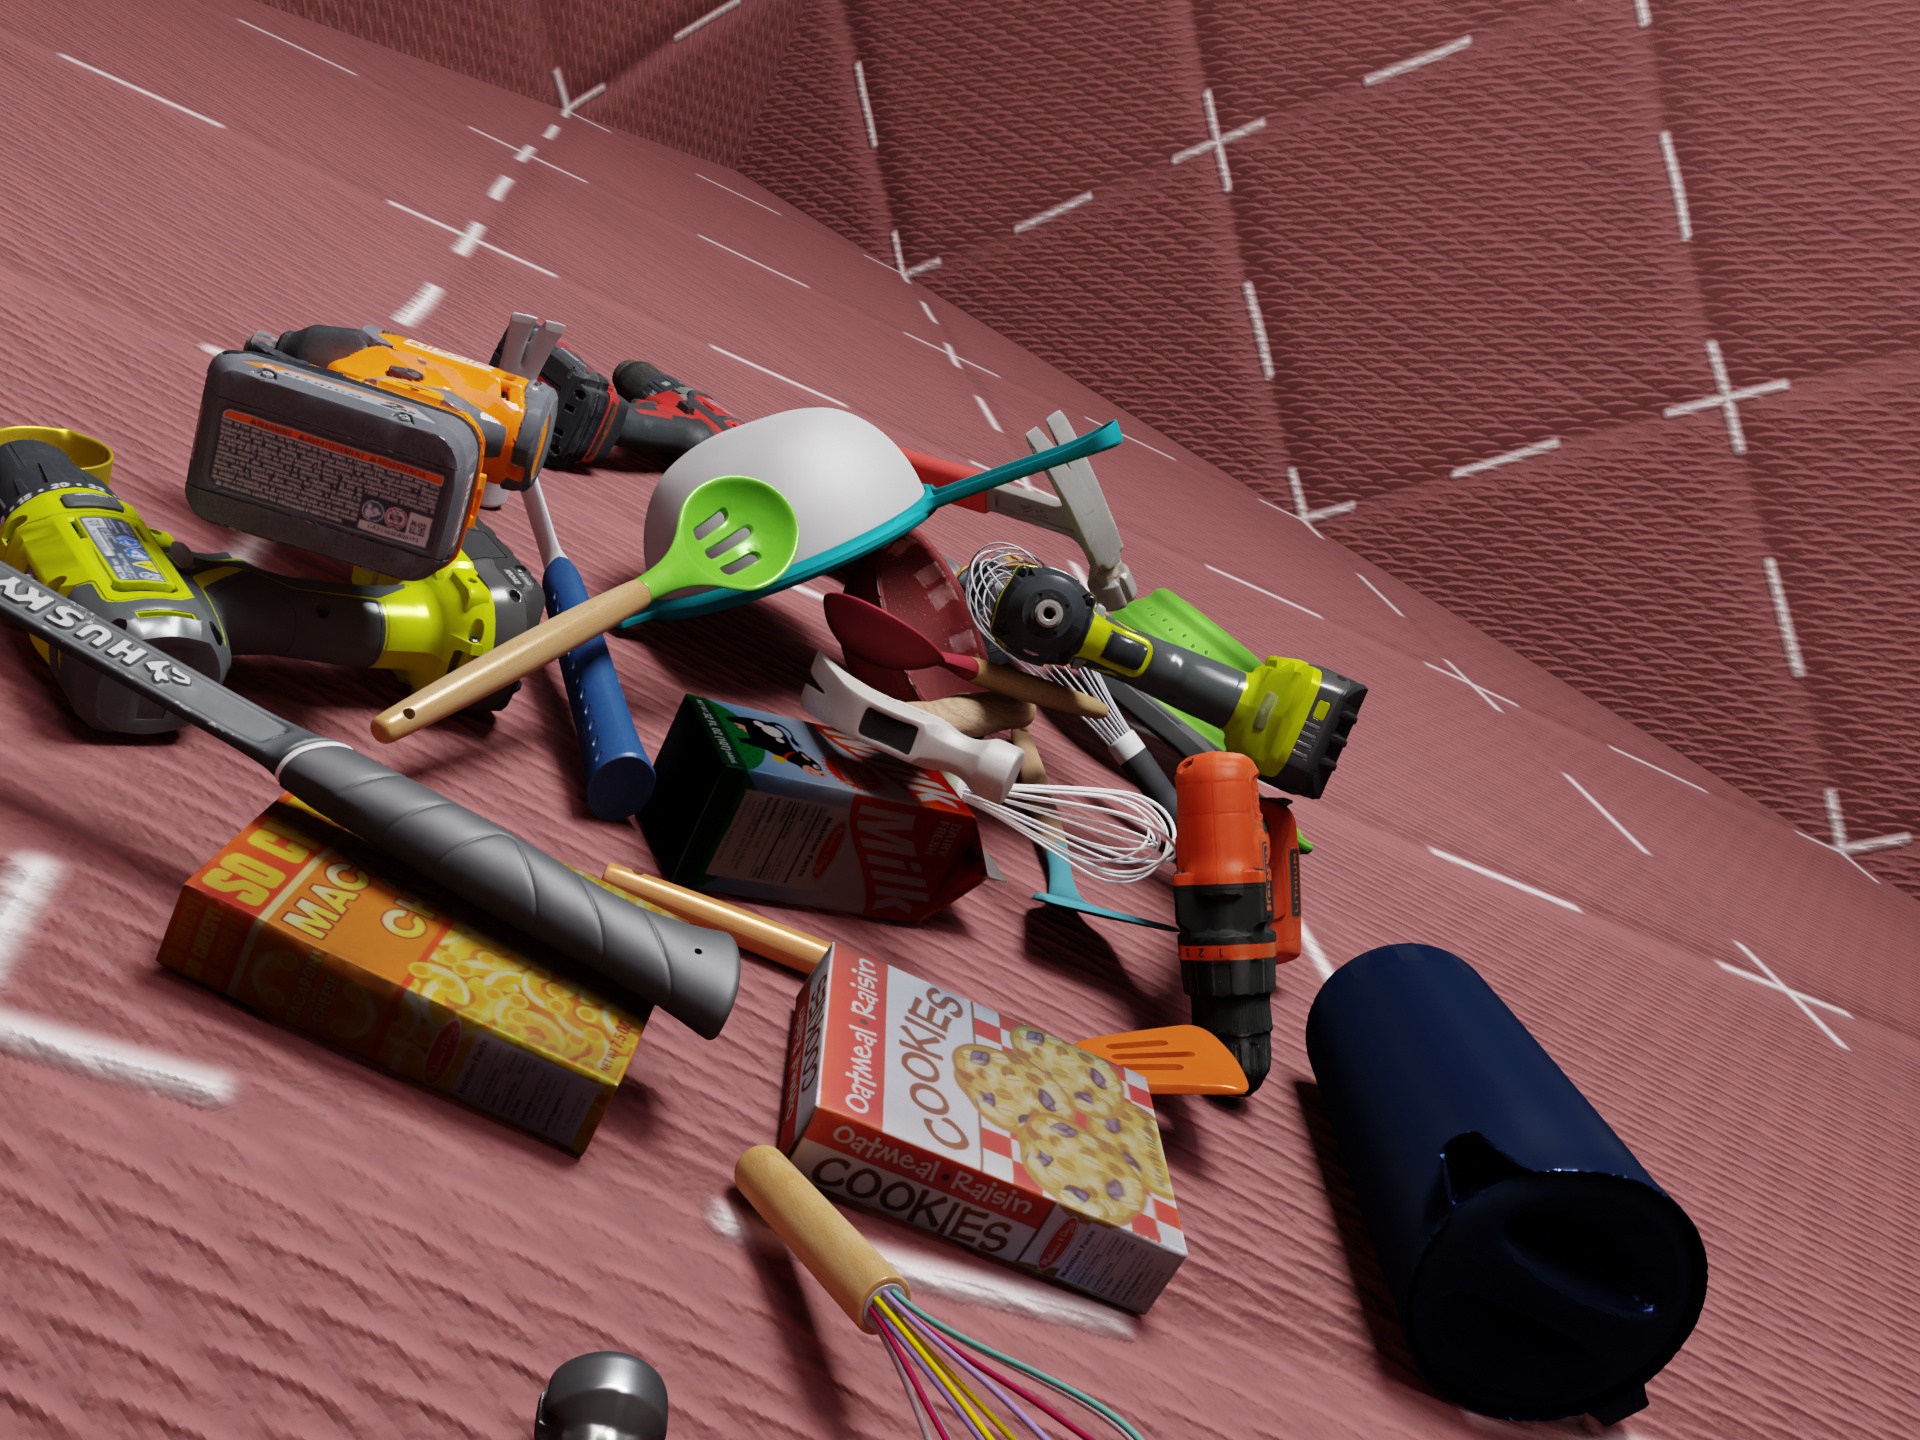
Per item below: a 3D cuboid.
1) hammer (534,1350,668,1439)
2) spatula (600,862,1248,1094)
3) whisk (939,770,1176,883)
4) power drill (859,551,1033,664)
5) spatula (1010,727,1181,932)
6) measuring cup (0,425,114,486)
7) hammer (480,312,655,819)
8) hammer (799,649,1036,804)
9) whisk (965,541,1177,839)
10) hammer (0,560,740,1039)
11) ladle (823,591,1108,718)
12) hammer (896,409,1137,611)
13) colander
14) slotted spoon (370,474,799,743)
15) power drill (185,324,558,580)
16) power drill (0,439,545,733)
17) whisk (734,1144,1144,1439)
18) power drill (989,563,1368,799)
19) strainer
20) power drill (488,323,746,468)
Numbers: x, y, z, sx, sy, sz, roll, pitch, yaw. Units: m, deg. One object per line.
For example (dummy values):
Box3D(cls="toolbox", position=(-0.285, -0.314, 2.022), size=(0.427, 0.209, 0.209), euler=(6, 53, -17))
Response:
Box3D(cls="hammer", position=(0.058, 0.292, 0.462), size=(0.386, 0.038, 0.143), euler=(22, 22, -17))
Box3D(cls="spatula", position=(-0.017, 0.125, 0.768), size=(0.322, 0.041, 0.081), euler=(23, 8, -10))
Box3D(cls="whisk", position=(0.009, 0.042, 0.931), size=(0.246, 0.058, 0.059), euler=(15, -26, 15))
Box3D(cls="power drill", position=(-0.054, -0.126, 1.284), size=(0.226, 0.084, 0.185), euler=(31, 19, 20))
Box3D(cls="spatula", position=(0.063, 0.063, 1.022), size=(0.082, 0.044, 0.318), euler=(14, 22, -12))
Box3D(cls="measuring cup", position=(-0.511, -0.134, 0.796), size=(0.156, 0.029, 0.062), euler=(9, 25, -16))
Box3D(cls="hammer", position=(-0.237, -0.096, 0.929), size=(0.035, 0.144, 0.406), euler=(7, 34, -31))
Box3D(cls="hammer", position=(-0.002, -0.003, 0.945), size=(0.130, 0.031, 0.331), euler=(23, 7, 10))
Box3D(cls="whisk", position=(0.098, -0.007, 1.120), size=(0.284, 0.070, 0.070), euler=(53, 23, 4))
Box3D(cls="hammer", position=(-0.264, 0.008, 0.599), size=(0.409, 0.036, 0.149), euler=(30, 31, -3))
Box3D(cls="ladle", position=(0.017, -0.028, 0.959), size=(0.069, 0.031, 0.315), euler=(21, 3, 32))
Box3D(cls="hammer", position=(-0.001, -0.185, 1.208), size=(0.359, 0.037, 0.149), euler=(29, -27, 55))
Box3D(cls="colander", position=(0.194, -0.013, 1.202), size=(0.204, 0.094, 0.397), euler=(35, 8, -22))
Box3D(cls="slotted spoon", position=(-0.184, -0.059, 0.824), size=(0.070, 0.031, 0.314), euler=(53, 38, -3))
Box3D(cls="power drill", position=(-0.300, -0.149, 0.793), size=(0.164, 0.084, 0.227), euler=(17, 18, -10))
Box3D(cls="power drill", position=(-0.341, -0.070, 0.773), size=(0.228, 0.080, 0.191), euler=(-1, 36, -49))
Box3D(cls="whisk", position=(-0.015, 0.197, 0.509), size=(0.047, 0.051, 0.245), euler=(16, 5, -36))
Box3D(cls="power drill", position=(0.126, -0.031, 0.980), size=(0.223, 0.080, 0.171), euler=(23, 3, -1))
Box3D(cls="strainer", position=(-0.068, -0.165, 1.022), size=(0.095, 0.340, 0.211), euler=(68, 22, -16))
Box3D(cls="power drill", position=(-0.286, -0.264, 1.324), size=(0.188, 0.080, 0.226), euler=(40, 20, 29))
